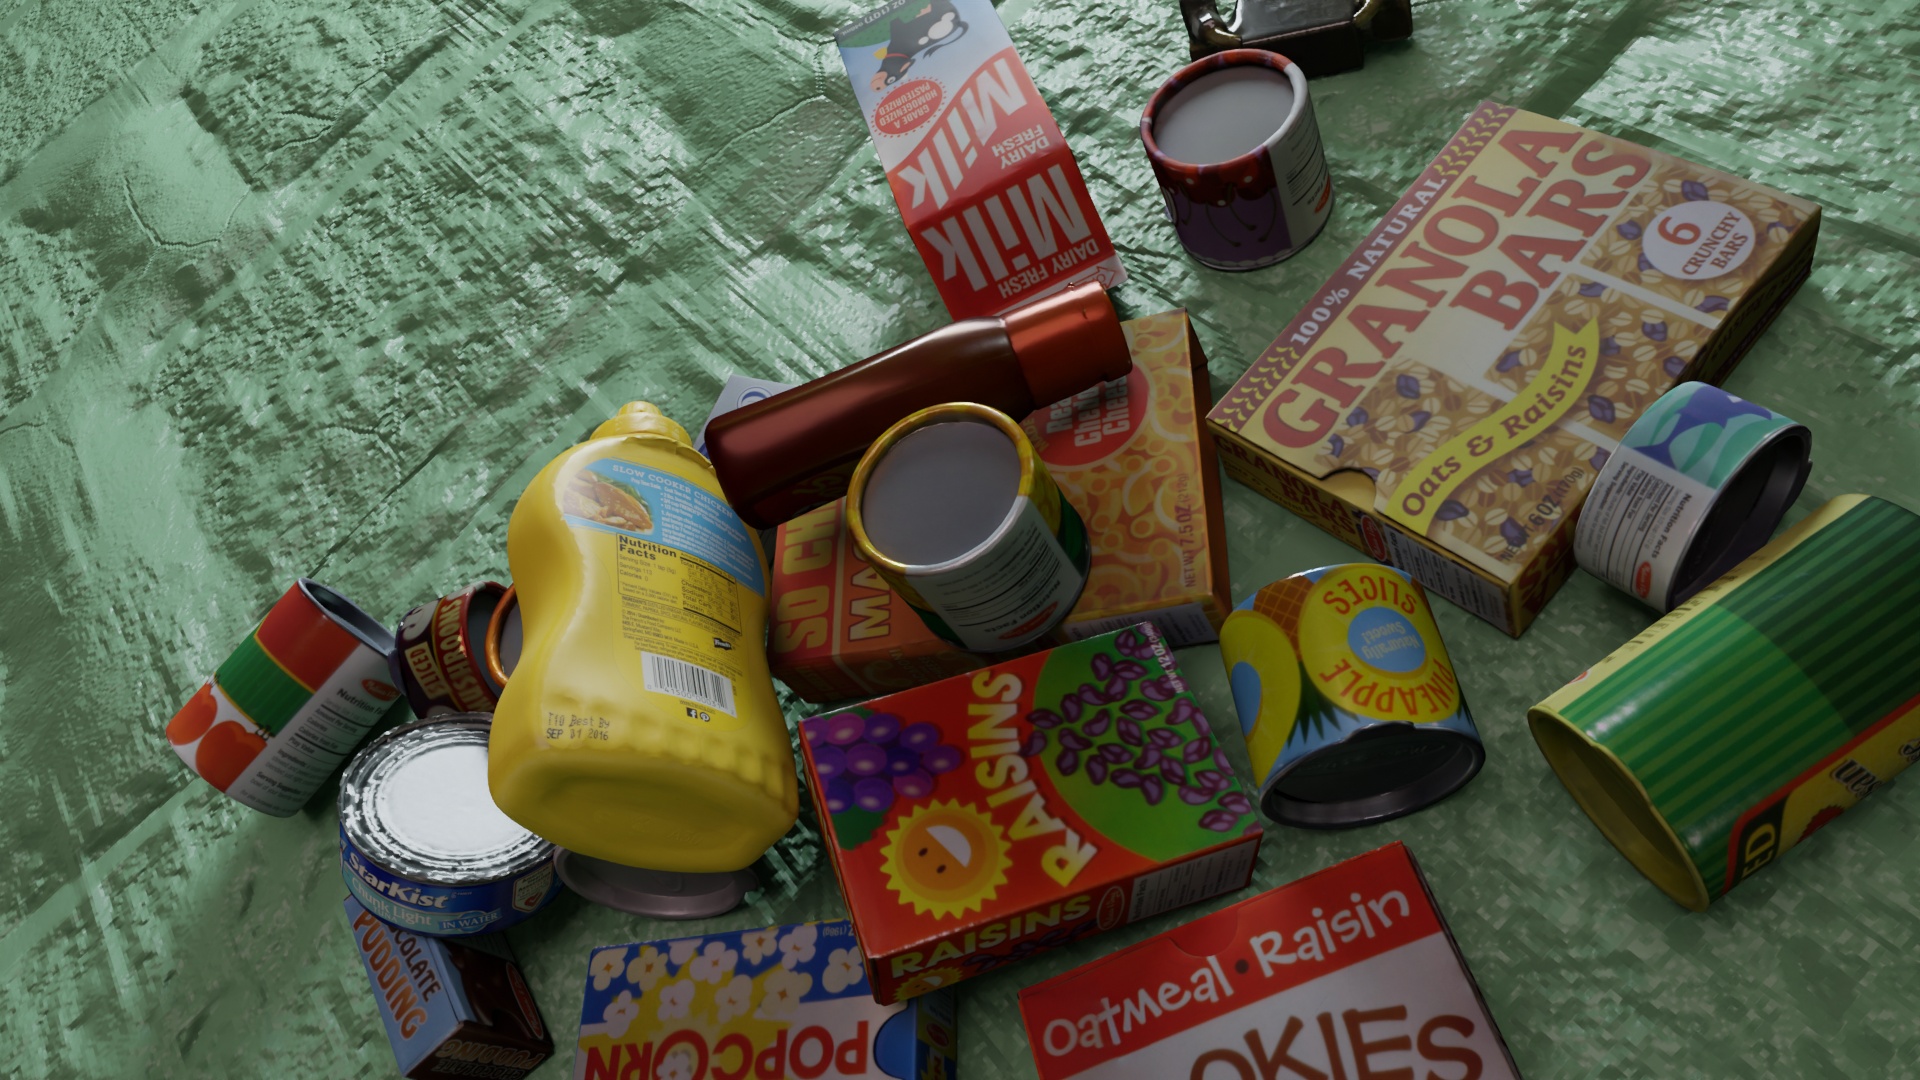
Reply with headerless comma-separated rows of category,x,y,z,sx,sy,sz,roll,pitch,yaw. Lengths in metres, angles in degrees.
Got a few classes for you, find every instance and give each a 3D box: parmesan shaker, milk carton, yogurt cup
parmesan shaker,0.217,0.042,0.371,0.103,0.071,0.071,-36,52,2
milk carton,0.009,-0.157,0.595,0.072,0.073,0.191,-25,51,9
yogurt cup,-0.107,0.098,0.501,0.072,0.072,0.054,-13,48,19

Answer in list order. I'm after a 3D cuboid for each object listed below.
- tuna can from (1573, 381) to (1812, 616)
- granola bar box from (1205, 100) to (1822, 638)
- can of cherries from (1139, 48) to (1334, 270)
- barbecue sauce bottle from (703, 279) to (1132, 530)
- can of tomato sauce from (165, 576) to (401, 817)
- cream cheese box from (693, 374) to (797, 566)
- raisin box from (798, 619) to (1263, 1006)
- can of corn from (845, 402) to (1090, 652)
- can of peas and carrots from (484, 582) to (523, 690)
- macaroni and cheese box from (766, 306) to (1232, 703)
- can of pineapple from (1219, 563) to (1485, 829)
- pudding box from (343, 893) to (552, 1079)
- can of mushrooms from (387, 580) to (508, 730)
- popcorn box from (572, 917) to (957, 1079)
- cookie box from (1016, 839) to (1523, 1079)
tuna can,0.217,-0.012,0.410,0.071,0.071,0.033,-46,51,-6
granola bar box,0.185,-0.066,0.475,0.166,0.039,0.124,-48,52,-8
can of cherries,0.108,-0.151,0.554,0.071,0.058,0.072,-12,56,19
barbecue sauce bottle,-0.014,-0.050,0.498,0.148,0.065,0.043,-22,85,3
can of tomato sauce,-0.291,0.067,0.608,0.071,0.071,0.083,33,79,37
cream cheese box,-0.095,-0.020,0.594,0.053,0.024,0.104,12,66,30
raisin box,0.019,0.082,0.437,0.123,0.039,0.086,-15,53,-11
can of corn,0.002,-0.006,0.464,0.071,0.058,0.071,-11,58,19
can of peas and carrots,-0.148,0.043,0.558,0.071,0.058,0.071,-12,55,19
macaroni and cheese box,0.013,-0.011,0.524,0.166,0.040,0.124,-11,57,19
can of pineapple,0.117,0.047,0.419,0.071,0.070,0.058,-19,54,15
pudding box,-0.189,0.159,0.511,0.030,0.049,0.084,-42,52,-1
can of mushrooms,-0.198,0.052,0.570,0.033,0.071,0.071,-22,53,11
popcorn box,-0.065,0.172,0.449,0.126,0.038,0.085,-12,55,20
cookie box,0.097,0.180,0.363,0.123,0.040,0.168,-25,53,10
